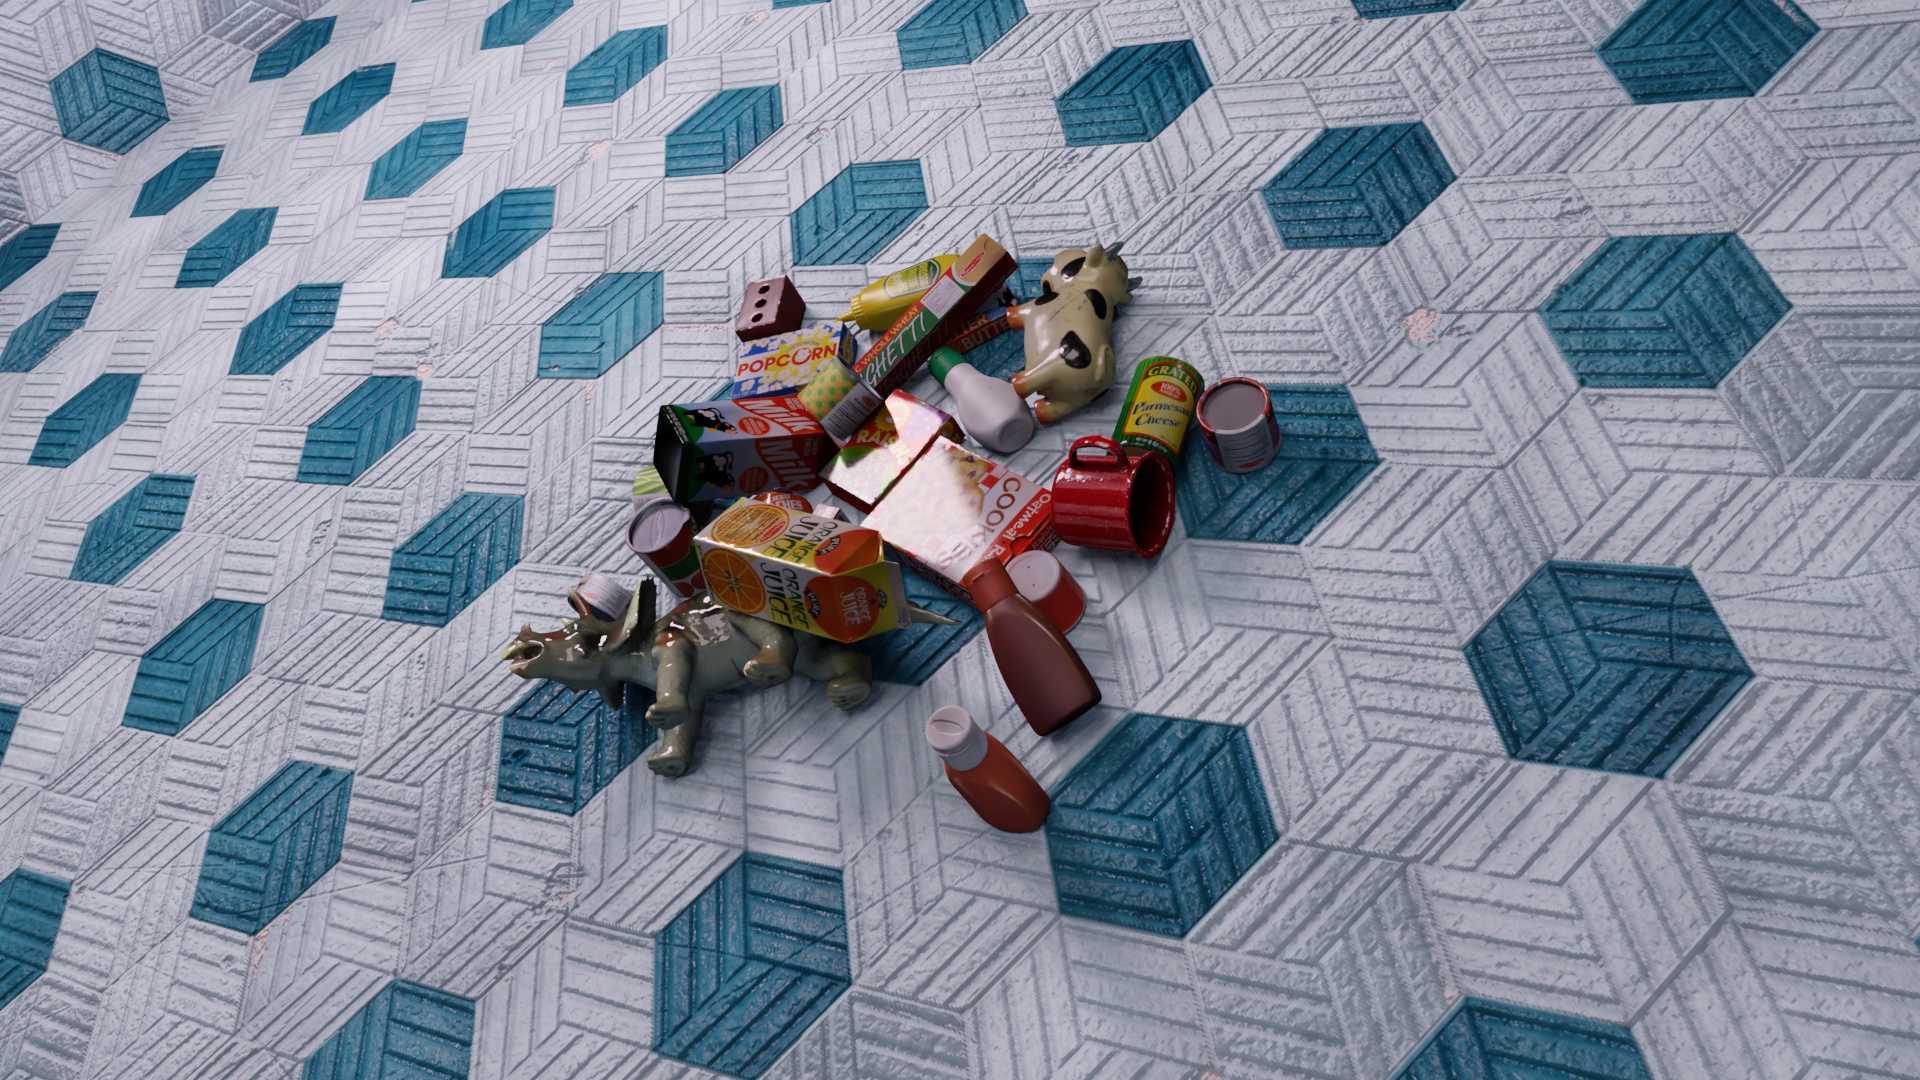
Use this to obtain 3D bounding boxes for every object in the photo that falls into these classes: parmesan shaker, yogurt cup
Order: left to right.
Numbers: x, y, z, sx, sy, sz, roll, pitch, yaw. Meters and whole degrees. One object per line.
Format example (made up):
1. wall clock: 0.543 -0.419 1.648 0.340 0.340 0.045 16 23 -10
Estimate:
1. yogurt cup: 0.069 0.045 1.206 0.072 0.053 0.073 -12 51 16
2. parmesan shaker: 0.180 -0.107 1.264 0.071 0.071 0.103 5 58 28

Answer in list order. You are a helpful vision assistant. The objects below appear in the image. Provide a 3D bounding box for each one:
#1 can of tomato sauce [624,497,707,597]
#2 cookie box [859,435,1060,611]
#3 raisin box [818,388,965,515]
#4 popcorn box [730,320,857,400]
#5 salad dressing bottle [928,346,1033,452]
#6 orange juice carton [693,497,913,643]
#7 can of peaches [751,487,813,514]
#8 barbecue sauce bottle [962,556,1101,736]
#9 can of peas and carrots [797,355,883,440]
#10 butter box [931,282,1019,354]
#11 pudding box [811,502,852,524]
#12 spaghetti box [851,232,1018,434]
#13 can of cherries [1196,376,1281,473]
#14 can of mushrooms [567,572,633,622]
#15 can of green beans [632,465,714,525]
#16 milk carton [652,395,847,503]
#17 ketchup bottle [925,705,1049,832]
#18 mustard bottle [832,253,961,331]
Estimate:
1. can of tomato sauce: -0.280 0.007 1.378 0.071 0.082 0.071 -13 51 16
2. cookie box: 0.005 -0.016 1.292 0.168 0.040 0.123 30 71 38
3. raisin box: -0.067 -0.084 1.378 0.086 0.040 0.123 29 72 39
4. popcorn box: -0.181 -0.185 1.507 0.126 0.038 0.085 -9 52 19
5. salad dressing bottle: 0.017 -0.144 1.382 0.064 0.044 0.148 -38 48 -2
6. orange juice carton: -0.126 0.027 1.179 0.193 0.071 0.073 13 39 29
7. can of peaches: -0.177 -0.008 1.349 0.071 0.071 0.058 -15 52 15
8. barbecue sauce bottle: 0.053 0.084 1.149 0.064 0.044 0.149 -36 75 17
9. can of peas and carrots: -0.122 -0.143 1.390 0.058 0.071 0.071 -46 49 5
10. butter box: 0.012 -0.230 1.462 0.103 0.024 0.053 -28 49 3
11. pudding box: -0.116 0.009 1.300 0.030 0.083 0.050 15 63 33
12. spaghetti box: -0.045 -0.213 1.439 0.250 0.028 0.050 -45 49 4
13. can of cherries: 0.246 -0.104 1.234 0.071 0.058 0.072 -12 52 16
14. can of mushrooms: -0.354 0.064 1.382 0.071 0.070 0.033 13 60 32
15. can of green beans: -0.297 -0.046 1.438 0.058 0.071 0.071 -3 54 24
16. milk carton: -0.203 -0.095 1.395 0.191 0.073 0.072 -8 41 -30
17. ketchup bottle: 0.017 0.176 1.067 0.065 0.148 0.044 8 61 30
18. mustard bottle: -0.067 -0.260 1.505 0.160 0.048 0.065 -17 48 13
